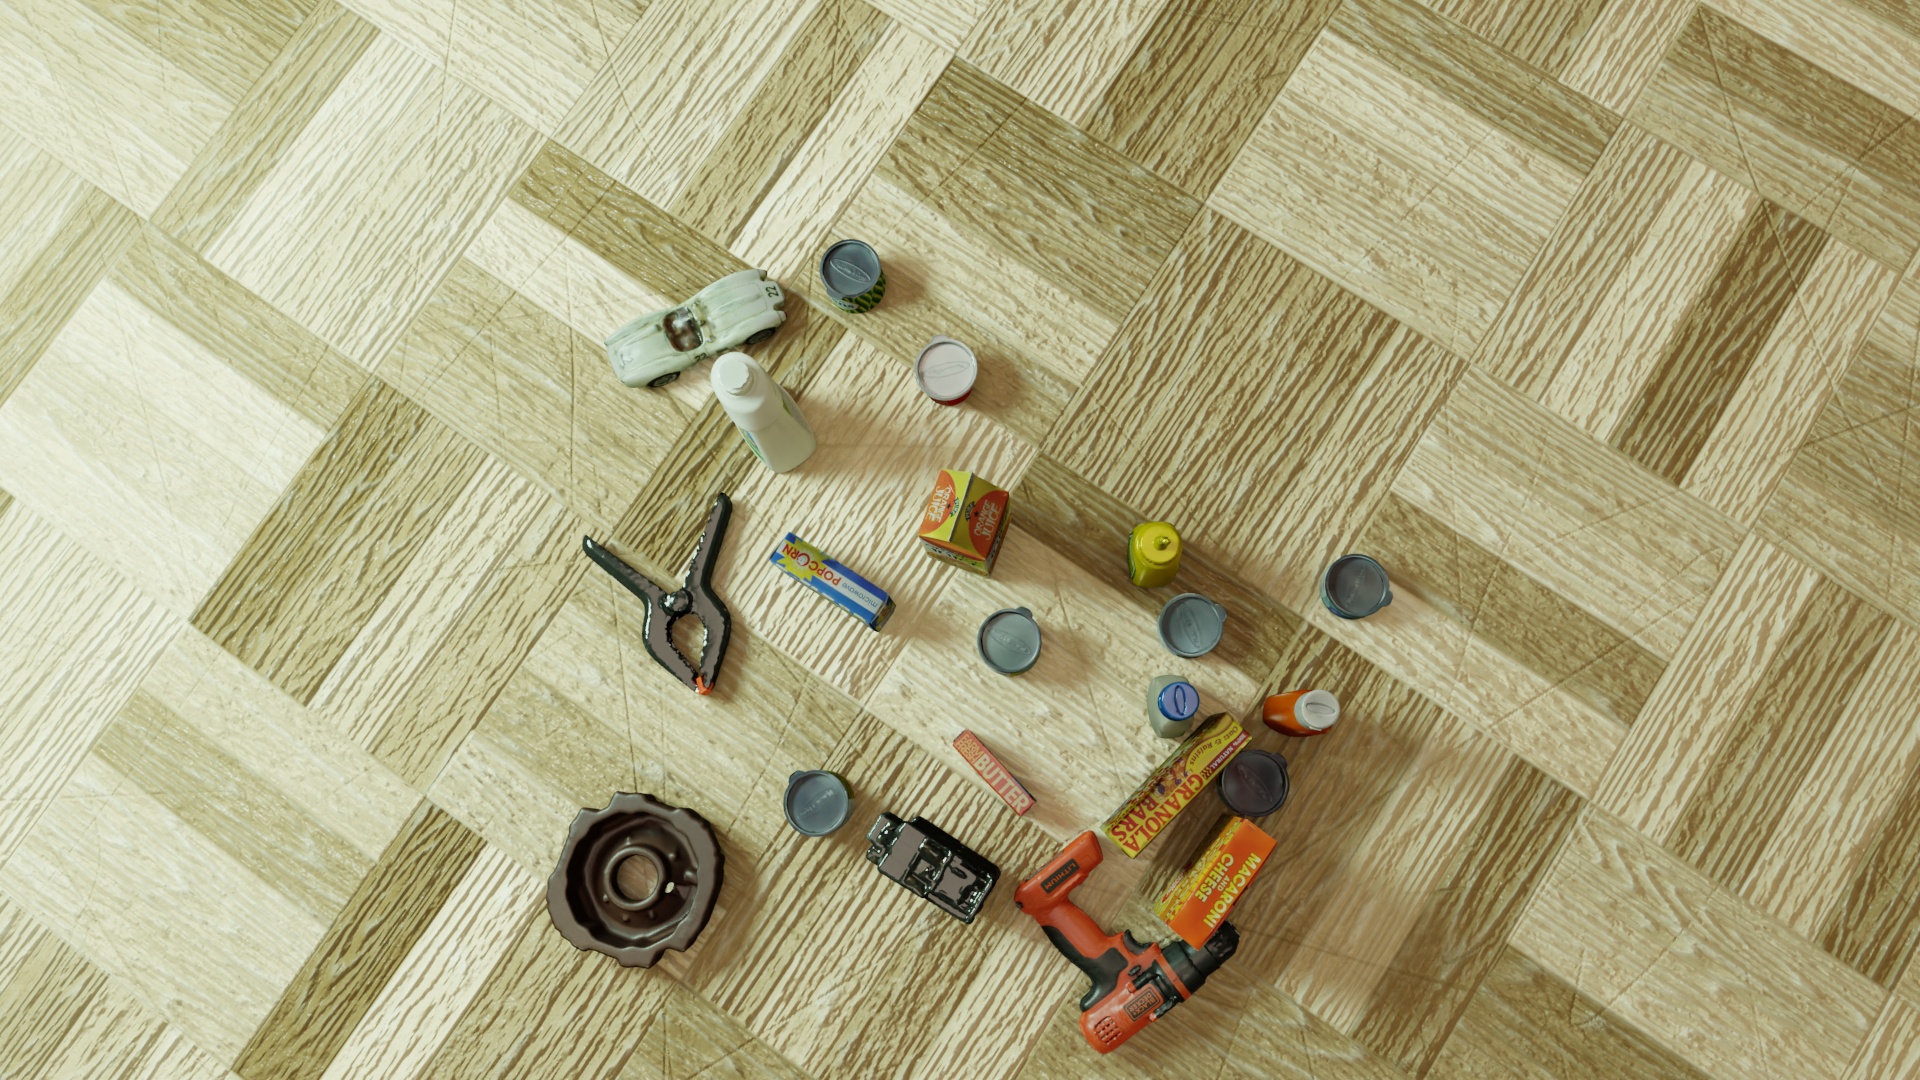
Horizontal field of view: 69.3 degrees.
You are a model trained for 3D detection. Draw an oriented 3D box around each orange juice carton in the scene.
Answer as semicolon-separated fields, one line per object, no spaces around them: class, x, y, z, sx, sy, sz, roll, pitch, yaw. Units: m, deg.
orange juice carton;0.005;-0.017;1.391;0.073;0.192;0.072;19;82;6

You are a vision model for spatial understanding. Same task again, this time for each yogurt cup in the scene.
yogurt cup;-0.014;-0.177;1.490;0.072;0.054;0.072;0;80;3

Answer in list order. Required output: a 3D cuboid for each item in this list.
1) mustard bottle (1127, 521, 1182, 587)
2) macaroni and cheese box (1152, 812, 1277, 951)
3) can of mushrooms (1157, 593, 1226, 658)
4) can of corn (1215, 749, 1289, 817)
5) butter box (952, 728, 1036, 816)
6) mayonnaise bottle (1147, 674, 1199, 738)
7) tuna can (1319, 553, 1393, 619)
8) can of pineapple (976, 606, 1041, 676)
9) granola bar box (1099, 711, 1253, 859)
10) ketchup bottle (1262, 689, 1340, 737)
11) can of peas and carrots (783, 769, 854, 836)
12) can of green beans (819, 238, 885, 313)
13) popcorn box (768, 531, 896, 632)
mustard bottle;0.196;0.009;1.394;0.049;0.160;0.065;-3;81;2
macaroni and cheese box;0.242;0.324;1.334;0.040;0.166;0.124;37;84;8
can of mushrooms;0.240;0.089;1.442;0.071;0.033;0.071;0;80;3
can of corn;0.295;0.243;1.400;0.071;0.058;0.071;0;80;3
butter box;0.034;0.237;1.416;0.024;0.053;0.103;-43;81;-4
mayonnaise bottle;0.210;0.162;1.373;0.041;0.148;0.065;-6;81;2
tuna can;0.411;0.050;1.442;0.071;0.033;0.071;0;80;3
can of pineapple;0.052;0.105;1.436;0.071;0.058;0.071;0;80;3
granola bar box;0.211;0.241;1.371;0.166;0.124;0.039;-44;81;-5
ketchup bottle;0.339;0.170;1.365;0.065;0.148;0.043;11;82;5
can of peas and carrots;-0.145;0.265;1.417;0.071;0.058;0.071;0;80;3
can of green beans;-0.117;-0.287;1.512;0.071;0.057;0.071;0;80;3
popcorn box;-0.131;0.044;1.441;0.127;0.085;0.038;32;84;7
